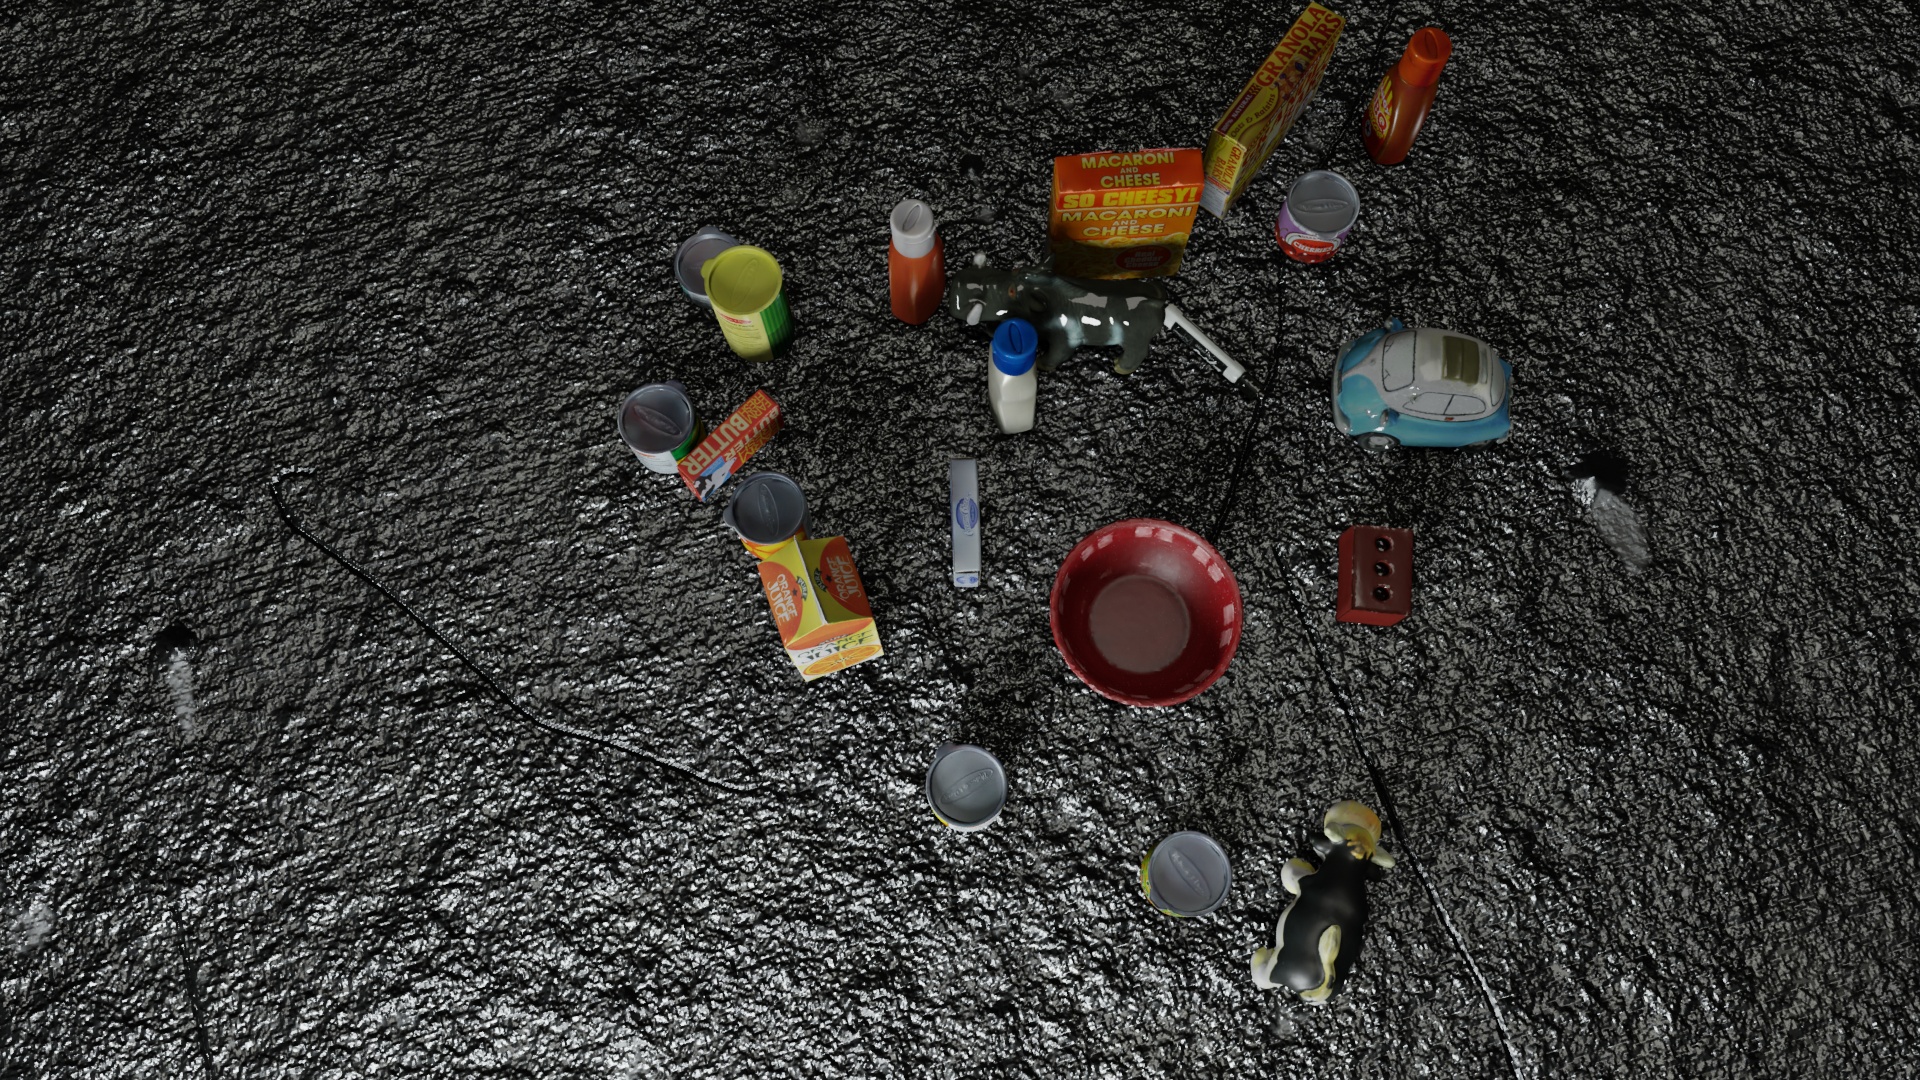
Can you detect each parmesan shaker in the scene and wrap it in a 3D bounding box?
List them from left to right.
[{"bbox_3d":[-0.187,-0.209,1.232,0.071,0.103,0.071,0,74,0],"label":"parmesan shaker"}]

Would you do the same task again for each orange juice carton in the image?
[{"bbox_3d":[-0.111,0.053,1.109,0.073,0.192,0.072,-19,75,-5],"label":"orange juice carton"}]

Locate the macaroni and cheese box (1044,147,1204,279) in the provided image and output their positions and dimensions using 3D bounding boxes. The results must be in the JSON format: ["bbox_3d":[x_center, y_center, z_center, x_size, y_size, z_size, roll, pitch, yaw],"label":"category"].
[{"bbox_3d":[0.139,-0.283,1.220,0.124,0.166,0.040,-4,74,-1],"label":"macaroni and cheese box"}]

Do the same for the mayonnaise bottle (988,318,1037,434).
[{"bbox_3d":[0.045,-0.143,1.189,0.041,0.147,0.065,-11,74,-3],"label":"mayonnaise bottle"}]

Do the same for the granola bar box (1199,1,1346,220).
[{"bbox_3d":[0.279,-0.393,1.274,0.039,0.124,0.166,35,77,9],"label":"granola bar box"}]

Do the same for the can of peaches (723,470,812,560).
[{"bbox_3d":[-0.165,-0.020,1.200,0.071,0.058,0.071,0,74,0],"label":"can of peaches"}]

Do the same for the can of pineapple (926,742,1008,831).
[{"bbox_3d":[0.005,0.201,1.135,0.071,0.057,0.071,0,74,0],"label":"can of pineapple"}]

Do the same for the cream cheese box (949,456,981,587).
[{"bbox_3d":[0.004,-0.015,1.201,0.024,0.053,0.104,-2,74,0],"label":"cream cheese box"}]

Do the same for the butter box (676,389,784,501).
[{"bbox_3d":[-0.201,-0.084,1.221,0.024,0.053,0.104,43,78,11],"label":"butter box"}]

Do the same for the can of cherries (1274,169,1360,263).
[{"bbox_3d":[0.327,-0.296,1.280,0.071,0.058,0.071,0,74,0],"label":"can of cherries"}]

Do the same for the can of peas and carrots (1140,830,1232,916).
[{"bbox_3d":[0.178,0.270,1.114,0.071,0.058,0.071,0,74,0],"label":"can of peas and carrots"}]

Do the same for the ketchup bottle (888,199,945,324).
[{"bbox_3d":[-0.039,-0.247,1.219,0.043,0.148,0.065,24,76,7],"label":"ketchup bottle"}]

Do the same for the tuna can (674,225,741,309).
[{"bbox_3d":[-0.228,-0.251,1.281,0.071,0.032,0.071,0,74,0],"label":"tuna can"}]

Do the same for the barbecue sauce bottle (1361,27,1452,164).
[{"bbox_3d":[0.406,-0.407,1.266,0.044,0.148,0.065,-6,74,-1],"label":"barbecue sauce bottle"}]

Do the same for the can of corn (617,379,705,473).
[{"bbox_3d":[-0.260,-0.100,1.223,0.071,0.058,0.071,0,74,0],"label":"can of corn"}]
